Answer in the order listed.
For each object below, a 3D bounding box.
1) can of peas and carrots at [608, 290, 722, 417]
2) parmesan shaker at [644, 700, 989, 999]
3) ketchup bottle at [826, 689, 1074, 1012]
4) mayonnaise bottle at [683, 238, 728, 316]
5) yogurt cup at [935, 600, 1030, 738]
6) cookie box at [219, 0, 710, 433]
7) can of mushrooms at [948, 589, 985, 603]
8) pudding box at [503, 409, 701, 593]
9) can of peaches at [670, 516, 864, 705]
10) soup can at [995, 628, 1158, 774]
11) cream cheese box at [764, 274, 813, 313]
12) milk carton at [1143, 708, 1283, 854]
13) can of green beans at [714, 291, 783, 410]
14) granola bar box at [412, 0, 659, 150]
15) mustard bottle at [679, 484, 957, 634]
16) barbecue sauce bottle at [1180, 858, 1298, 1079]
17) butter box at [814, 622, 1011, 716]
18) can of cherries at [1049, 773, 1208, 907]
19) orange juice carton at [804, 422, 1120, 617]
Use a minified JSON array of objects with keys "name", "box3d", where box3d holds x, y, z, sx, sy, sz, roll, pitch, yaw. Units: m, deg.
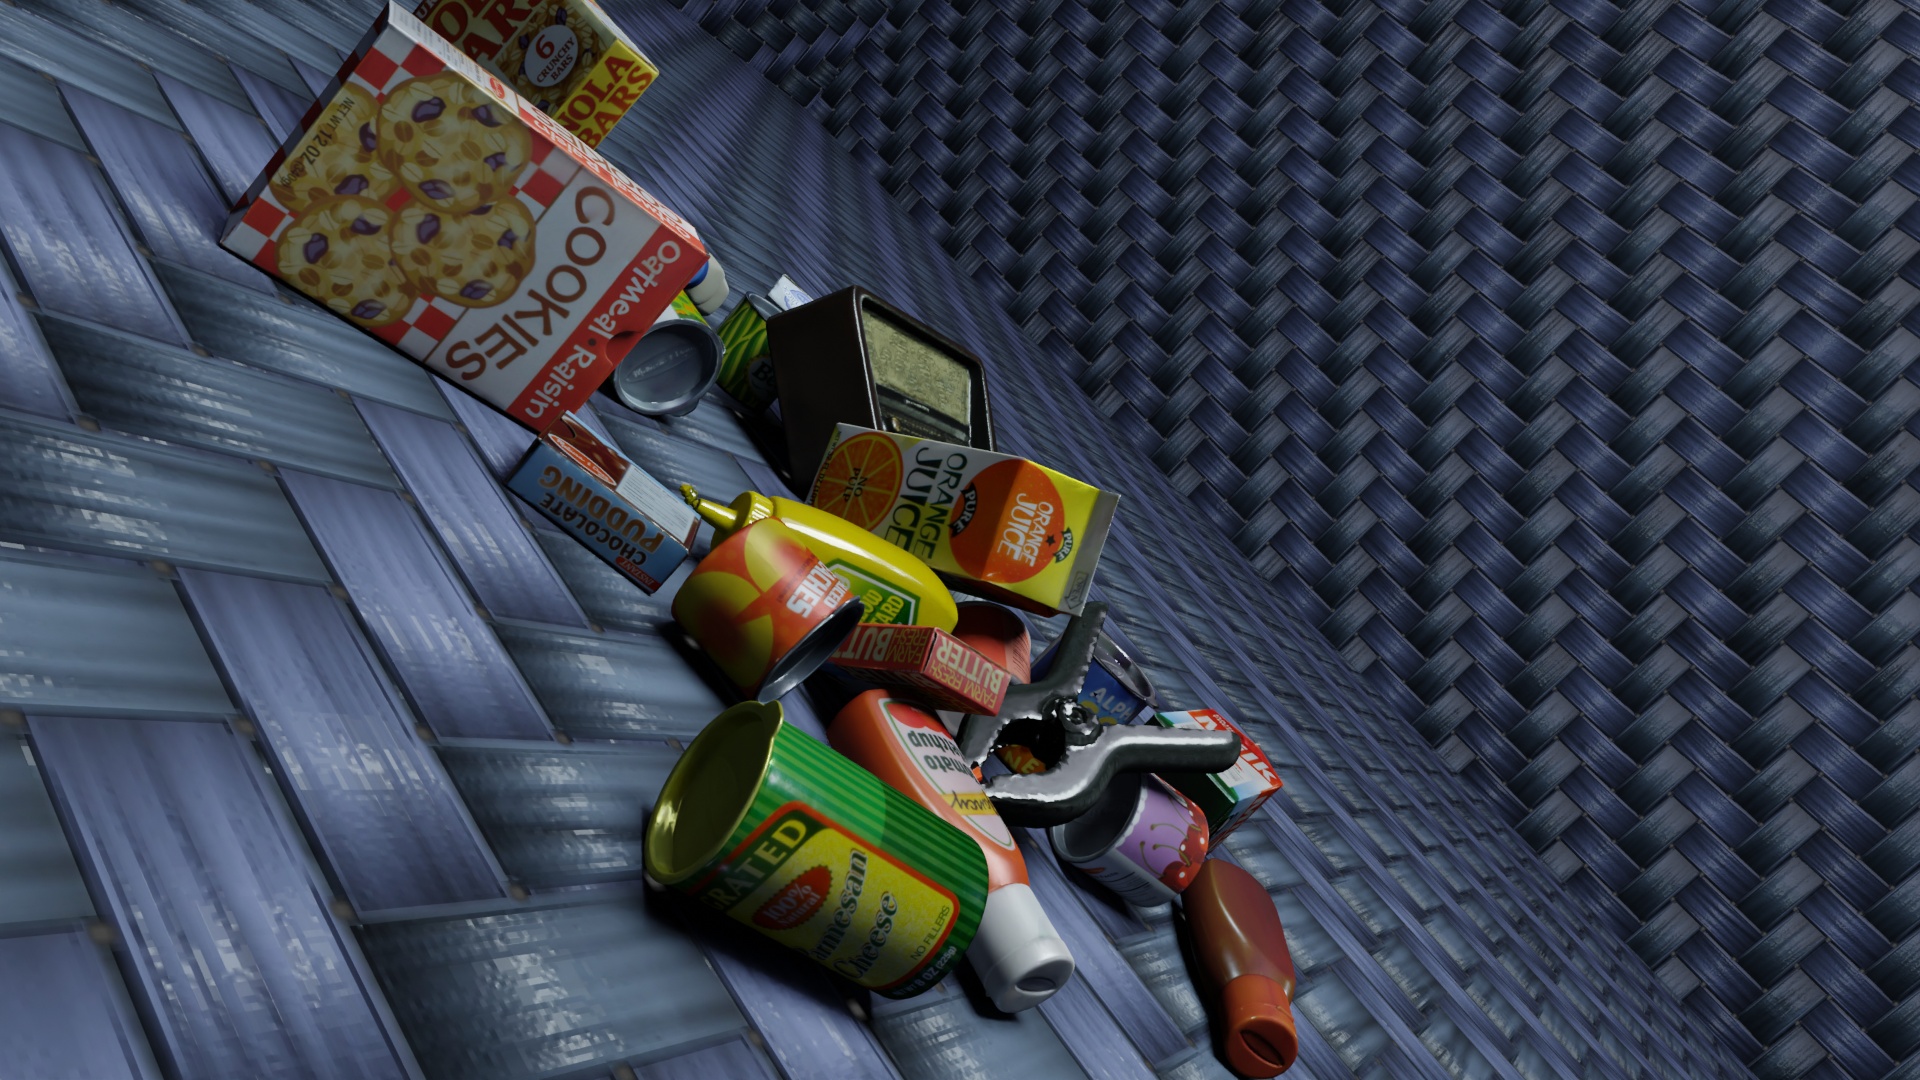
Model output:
[{"name":"can of peas and carrots","box3d":[-0.180,-0.115,0.814,0.071,0.071,0.059,28,19,-51]},{"name":"parmesan shaker","box3d":[-0.046,0.107,0.482,0.103,0.071,0.071,37,14,-27]},{"name":"ketchup bottle","box3d":[-0.004,0.131,0.600,0.064,0.043,0.149,28,20,-48]},{"name":"mayonnaise bottle","box3d":[-0.197,-0.194,0.991,0.064,0.041,0.148,40,-2,-10]},{"name":"yogurt cup","box3d":[0.009,0.076,0.776,0.072,0.072,0.054,37,22,-26]},{"name":"cookie box","box3d":[-0.219,-0.138,0.632,0.167,0.122,0.040,35,16,-35]},{"name":"can of mushrooms","box3d":[-0.008,0.026,0.879,0.033,0.071,0.071,39,13,-17]},{"name":"pudding box","box3d":[-0.161,-0.019,0.635,0.083,0.030,0.050,40,14,-15]},{"name":"can of peaches","box3d":[-0.085,0.030,0.619,0.058,0.071,0.071,45,12,11]},{"name":"soup can","box3d":[0.064,0.099,0.815,0.071,0.083,0.071,41,13,-11]},{"name":"cream cheese box","box3d":[-0.136,-0.164,1.074,0.053,0.024,0.103,40,-23,-11]},{"name":"milk carton","box3d":[0.154,0.162,0.917,0.073,0.072,0.190,48,15,20]},{"name":"can of green beans","box3d":[-0.146,-0.135,0.997,0.071,0.057,0.071,41,12,-11]},{"name":"granola bar box","box3d":[-0.250,-0.222,0.719,0.124,0.165,0.039,49,11,23]},{"name":"mustard bottle","box3d":[-0.078,0.015,0.715,0.160,0.065,0.049,31,14,-26]},{"name":"barbecue sauce bottle","box3d":[0.154,0.232,0.755,0.065,0.043,0.149,42,13,-6]},{"name":"butter box","box3d":[-0.029,0.061,0.666,0.053,0.024,0.103,34,-22,-34]},{"name":"can of cherries","box3d":[0.093,0.155,0.755,0.058,0.071,0.072,37,14,-26]},{"name":"orange juice carton","box3d":[0.003,-0.010,0.795,0.193,0.072,0.073,14,-10,40]}]
